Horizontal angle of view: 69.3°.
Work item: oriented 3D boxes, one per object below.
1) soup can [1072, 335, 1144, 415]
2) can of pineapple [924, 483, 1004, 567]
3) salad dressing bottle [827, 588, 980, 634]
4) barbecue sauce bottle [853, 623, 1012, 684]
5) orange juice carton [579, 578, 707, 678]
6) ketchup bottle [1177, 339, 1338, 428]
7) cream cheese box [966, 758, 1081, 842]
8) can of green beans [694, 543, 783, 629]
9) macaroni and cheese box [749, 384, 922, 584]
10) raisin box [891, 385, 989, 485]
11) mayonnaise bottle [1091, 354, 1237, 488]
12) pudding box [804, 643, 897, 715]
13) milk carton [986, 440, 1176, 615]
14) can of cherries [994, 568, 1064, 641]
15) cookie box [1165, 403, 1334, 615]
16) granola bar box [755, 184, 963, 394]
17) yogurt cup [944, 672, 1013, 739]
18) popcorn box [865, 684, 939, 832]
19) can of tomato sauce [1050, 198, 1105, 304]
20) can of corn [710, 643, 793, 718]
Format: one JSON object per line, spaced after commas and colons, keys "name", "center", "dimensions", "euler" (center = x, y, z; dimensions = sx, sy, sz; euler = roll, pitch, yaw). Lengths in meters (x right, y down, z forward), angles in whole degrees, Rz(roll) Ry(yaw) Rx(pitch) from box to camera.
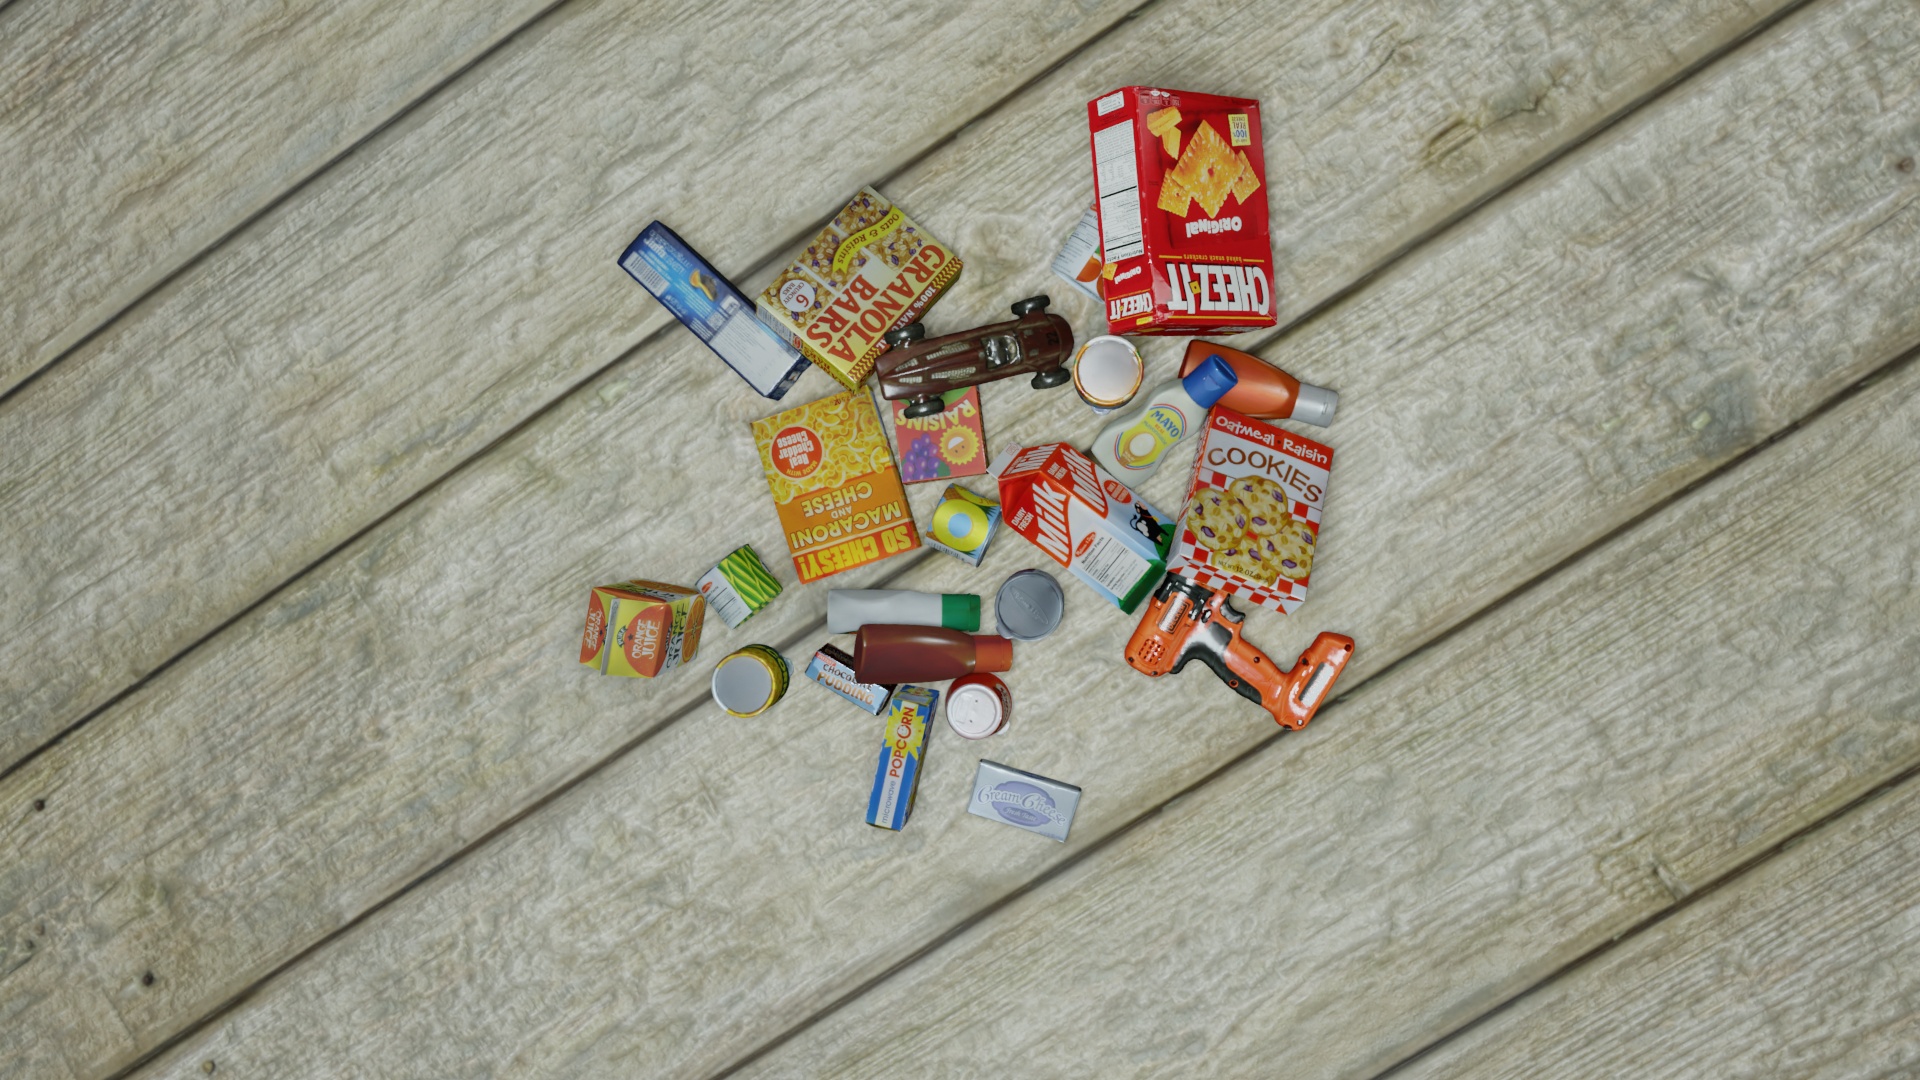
{"name": "soup can", "center": [0.139, -0.155, 1.313], "dimensions": [0.071, 0.084, 0.071], "euler": [0, 93, 5]}
{"name": "can of pineapple", "center": [0.005, -0.017, 1.339], "dimensions": [0.058, 0.071, 0.071], "euler": [24, 94, 4]}
{"name": "salad dressing bottle", "center": [-0.055, 0.070, 1.353], "dimensions": [0.148, 0.064, 0.044], "euler": [1, 93, -2]}
{"name": "barbecue sauce bottle", "center": [-0.026, 0.109, 1.329], "dimensions": [0.149, 0.044, 0.064], "euler": [1, 135, -14]}
{"name": "orange juice carton", "center": [-0.302, 0.082, 1.308], "dimensions": [0.073, 0.193, 0.071], "euler": [11, 93, 4]}
{"name": "ketchup bottle", "center": [0.281, -0.143, 1.320], "dimensions": [0.149, 0.043, 0.064], "euler": [16, 100, 5]}
{"name": "cream cheese box", "center": [0.062, 0.255, 1.364], "dimensions": [0.104, 0.024, 0.053], "euler": [16, 93, 5]}
{"name": "can of green beans", "center": [-0.216, 0.046, 1.362], "dimensions": [0.071, 0.071, 0.058], "euler": [-39, 89, 6]}
{"name": "macaroni and cheese box", "center": [-0.121, -0.054, 1.363], "dimensions": [0.124, 0.040, 0.166], "euler": [-18, 90, 6]}
{"name": "raisin box", "center": [-0.022, -0.120, 1.352], "dimensions": [0.086, 0.040, 0.123], "euler": [-7, 90, 5]}
{"name": "mayonnaise bottle", "center": [0.194, -0.115, 1.303], "dimensions": [0.064, 0.041, 0.147], "euler": [44, 120, -6]}
{"name": "pudding box", "center": [-0.106, 0.136, 1.363], "dimensions": [0.084, 0.050, 0.030], "euler": [30, 97, 4]}
{"name": "milk carton", "center": [0.112, -0.024, 1.314], "dimensions": [0.190, 0.073, 0.073], "euler": [36, 125, 3]}
{"name": "can of cherries", "center": [0.065, 0.063, 1.340], "dimensions": [0.071, 0.058, 0.071], "euler": [0, 93, 5]}
{"name": "cookie box", "center": [0.269, -0.031, 1.281], "dimensions": [0.123, 0.040, 0.168], "euler": [20, 63, -3]}
{"name": "granola bar box", "center": [-0.096, -0.239, 1.325], "dimensions": [0.124, 0.039, 0.166], "euler": [39, 72, 2]}
{"name": "yogurt cup", "center": [0.016, 0.162, 1.350], "dimensions": [0.072, 0.054, 0.072], "euler": [0, 92, 6]}
{"name": "popcorn box", "center": [-0.056, 0.209, 1.343], "dimensions": [0.038, 0.085, 0.126], "euler": [13, 94, 6]}
{"name": "can of tomato sauce", "center": [0.136, -0.275, 1.319], "dimensions": [0.071, 0.071, 0.083], "euler": [34, 96, 3]}
{"name": "can of corn", "center": [-0.204, 0.137, 1.368], "dimensions": [0.071, 0.058, 0.071], "euler": [0, 93, 6]}
